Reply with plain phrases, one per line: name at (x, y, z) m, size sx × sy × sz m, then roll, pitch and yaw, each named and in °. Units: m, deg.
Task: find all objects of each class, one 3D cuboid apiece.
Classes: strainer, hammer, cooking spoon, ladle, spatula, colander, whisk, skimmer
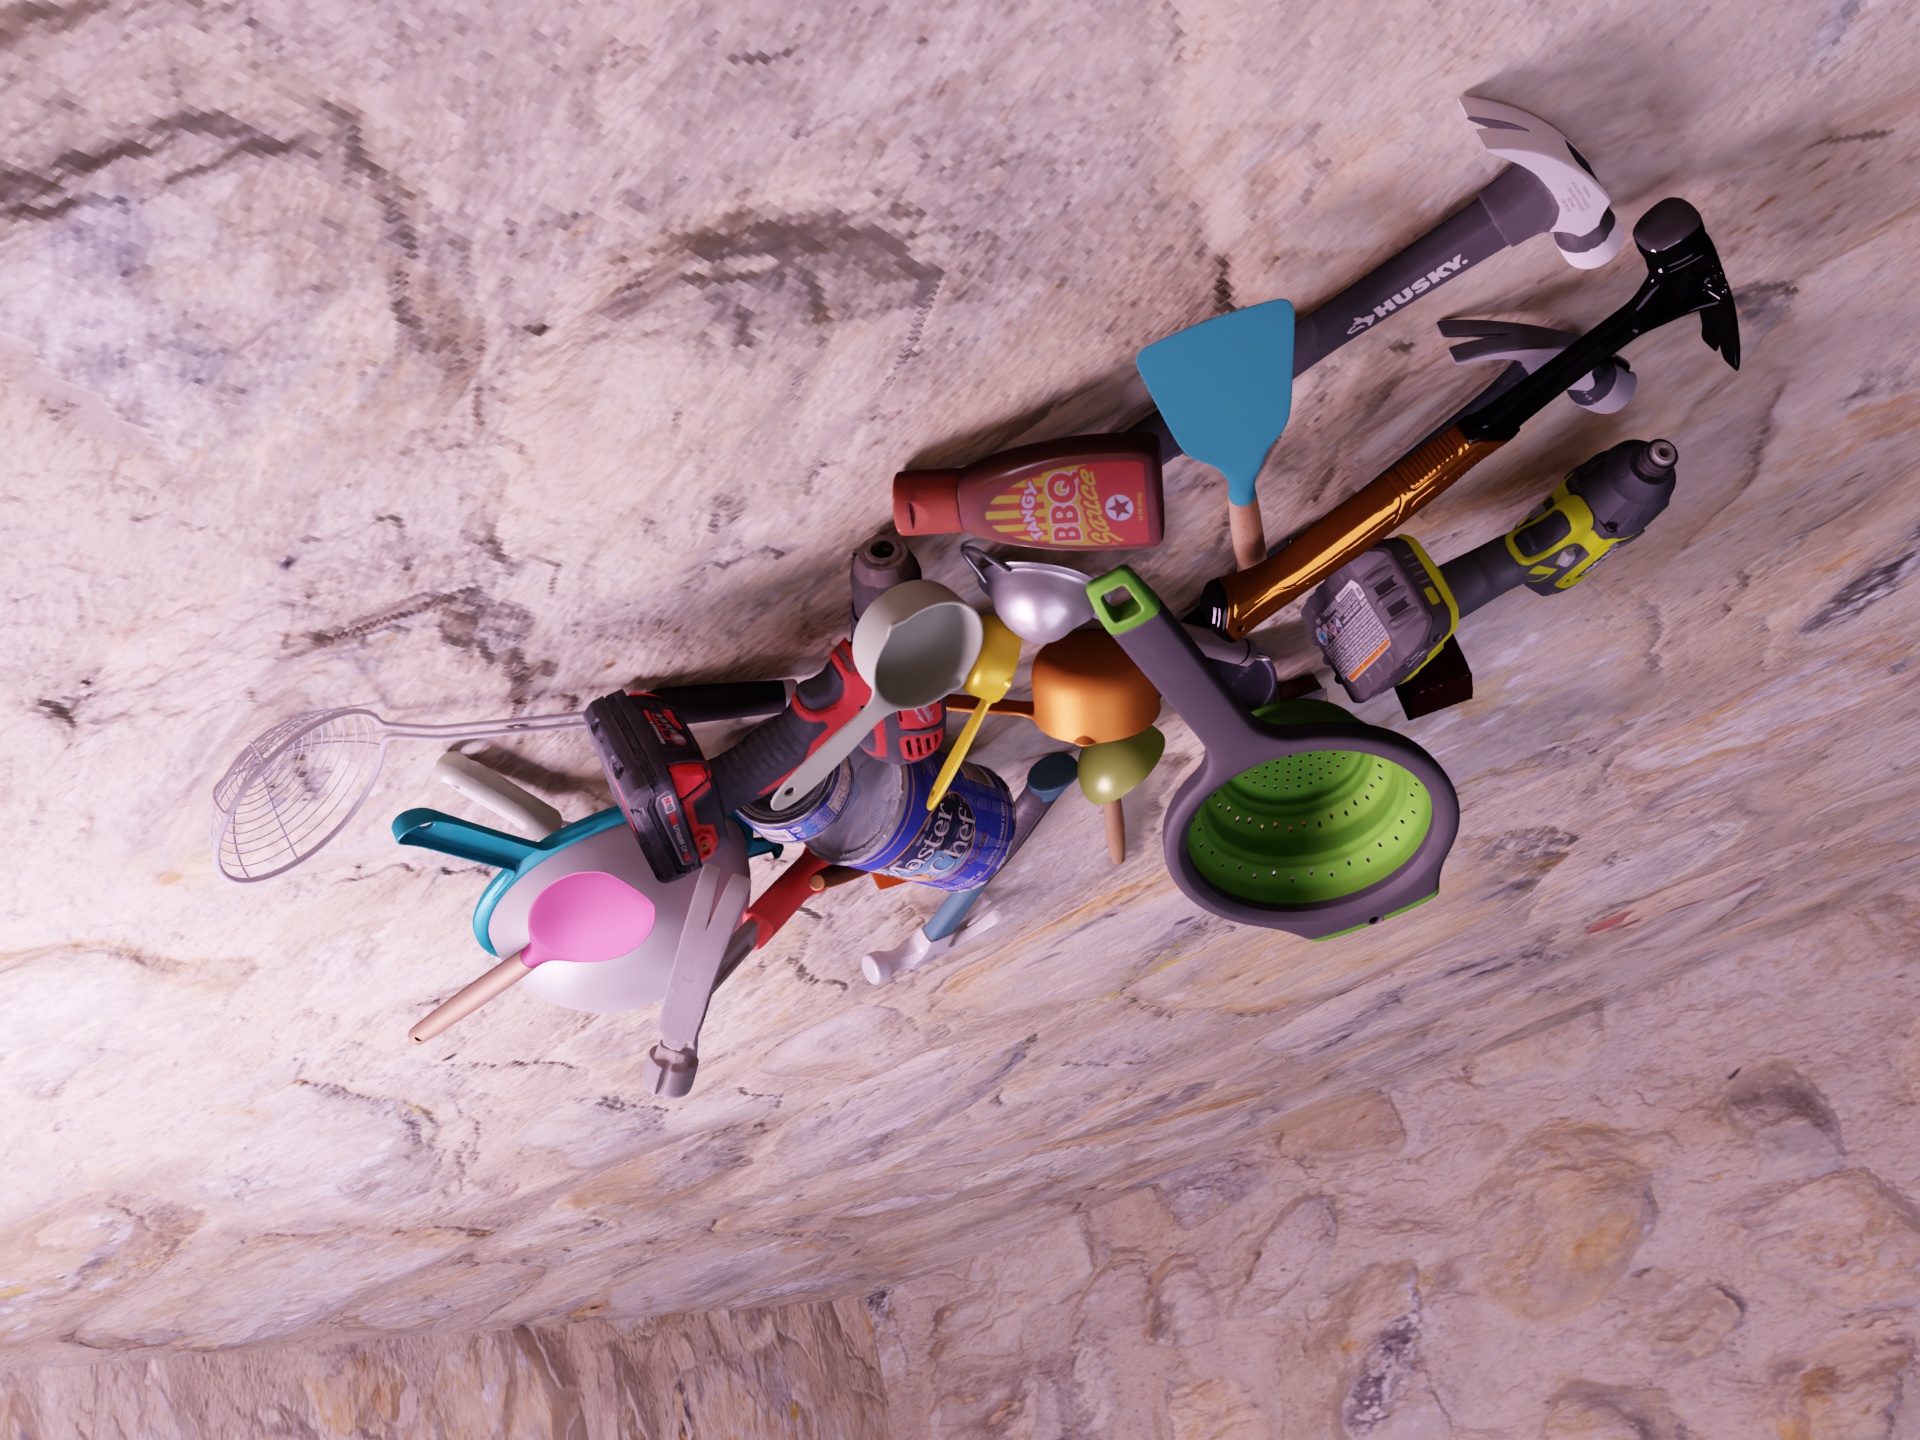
strainer at (-0.254, 0.132, 1.082) m, size 0.211 × 0.095 × 0.340 m, roll -34°, pitch 156°, yaw 10°
hammer at (-0.134, 0.129, 1.116) m, size 0.037 × 0.149 × 0.359 m, roll 20°, pitch -168°, yaw 5°
cooking spoon at (-0.294, 0.163, 1.045) m, size 0.068 × 0.017 × 0.319 m, roll 38°, pitch 134°, yaw -21°
ladle at (0.139, 0.078, 1.358) m, size 0.078 × 0.062 × 0.320 m, roll -49°, pitch 160°, yaw -12°
spatula at (0.165, -0.131, 0.930) m, size 0.082 × 0.044 × 0.317 m, roll -19°, pitch 158°, yaw 6°
spatula at (-0.069, 0.122, 1.276) m, size 0.081 × 0.041 × 0.322 m, roll -22°, pitch 176°, yaw 9°
colander at (0.197, 0.005, 1.090) m, size 0.204 × 0.095 × 0.396 m, roll -26°, pitch 130°, yaw 23°
strainer at (0.109, -0.063, 1.043) m, size 0.258 × 0.050 × 0.087 m, roll 11°, pitch 166°, yaw -32°
hammer at (0.179, -0.203, 0.859) m, size 0.335 × 0.035 × 0.146 m, roll -30°, pitch 151°, yaw 28°
hammer at (0.233, -0.120, 1.048) m, size 0.149 × 0.036 × 0.409 m, roll 8°, pitch 145°, yaw -37°
whisk at (-0.291, 0.078, 1.138) m, size 0.058 × 0.059 × 0.246 m, roll 19°, pitch 165°, yaw 31°
hammer at (0.285, -0.150, 0.918) m, size 0.337 × 0.034 × 0.127 m, roll -36°, pitch 139°, yaw 16°
skimmer at (-0.274, 0.029, 0.998) m, size 0.363 × 0.090 × 0.127 m, roll -7°, pitch 149°, yaw -17°
hammer at (0.019, 0.131, 1.393) m, size 0.128 × 0.033 × 0.330 m, roll -18°, pitch 155°, yaw -34°

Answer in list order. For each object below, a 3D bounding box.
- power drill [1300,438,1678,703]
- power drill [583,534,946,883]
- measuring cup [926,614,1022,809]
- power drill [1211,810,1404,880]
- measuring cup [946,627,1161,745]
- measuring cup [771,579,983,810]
power drill at (0.348, -0.105, 1.033) m, size 0.223 × 0.080 × 0.171 m, roll -26°, pitch 167°, yaw -13°
power drill at (-0.111, -0.011, 0.986) m, size 0.226 × 0.080 × 0.187 m, roll -25°, pitch 146°, yaw -15°
measuring cup at (-0.002, -0.003, 1.078) m, size 0.029 × 0.062 × 0.156 m, roll 18°, pitch 118°, yaw -17°
power drill at (0.307, 0.130, 1.449) m, size 0.190 × 0.080 × 0.228 m, roll -13°, pitch -179°, yaw -5°
measuring cup at (0.052, -0.030, 1.103) m, size 0.173 × 0.095 × 0.052 m, roll 3°, pitch 120°, yaw 16°
measuring cup at (-0.059, -0.016, 0.939) m, size 0.167 × 0.038 × 0.083 m, roll -45°, pitch 142°, yaw 6°
